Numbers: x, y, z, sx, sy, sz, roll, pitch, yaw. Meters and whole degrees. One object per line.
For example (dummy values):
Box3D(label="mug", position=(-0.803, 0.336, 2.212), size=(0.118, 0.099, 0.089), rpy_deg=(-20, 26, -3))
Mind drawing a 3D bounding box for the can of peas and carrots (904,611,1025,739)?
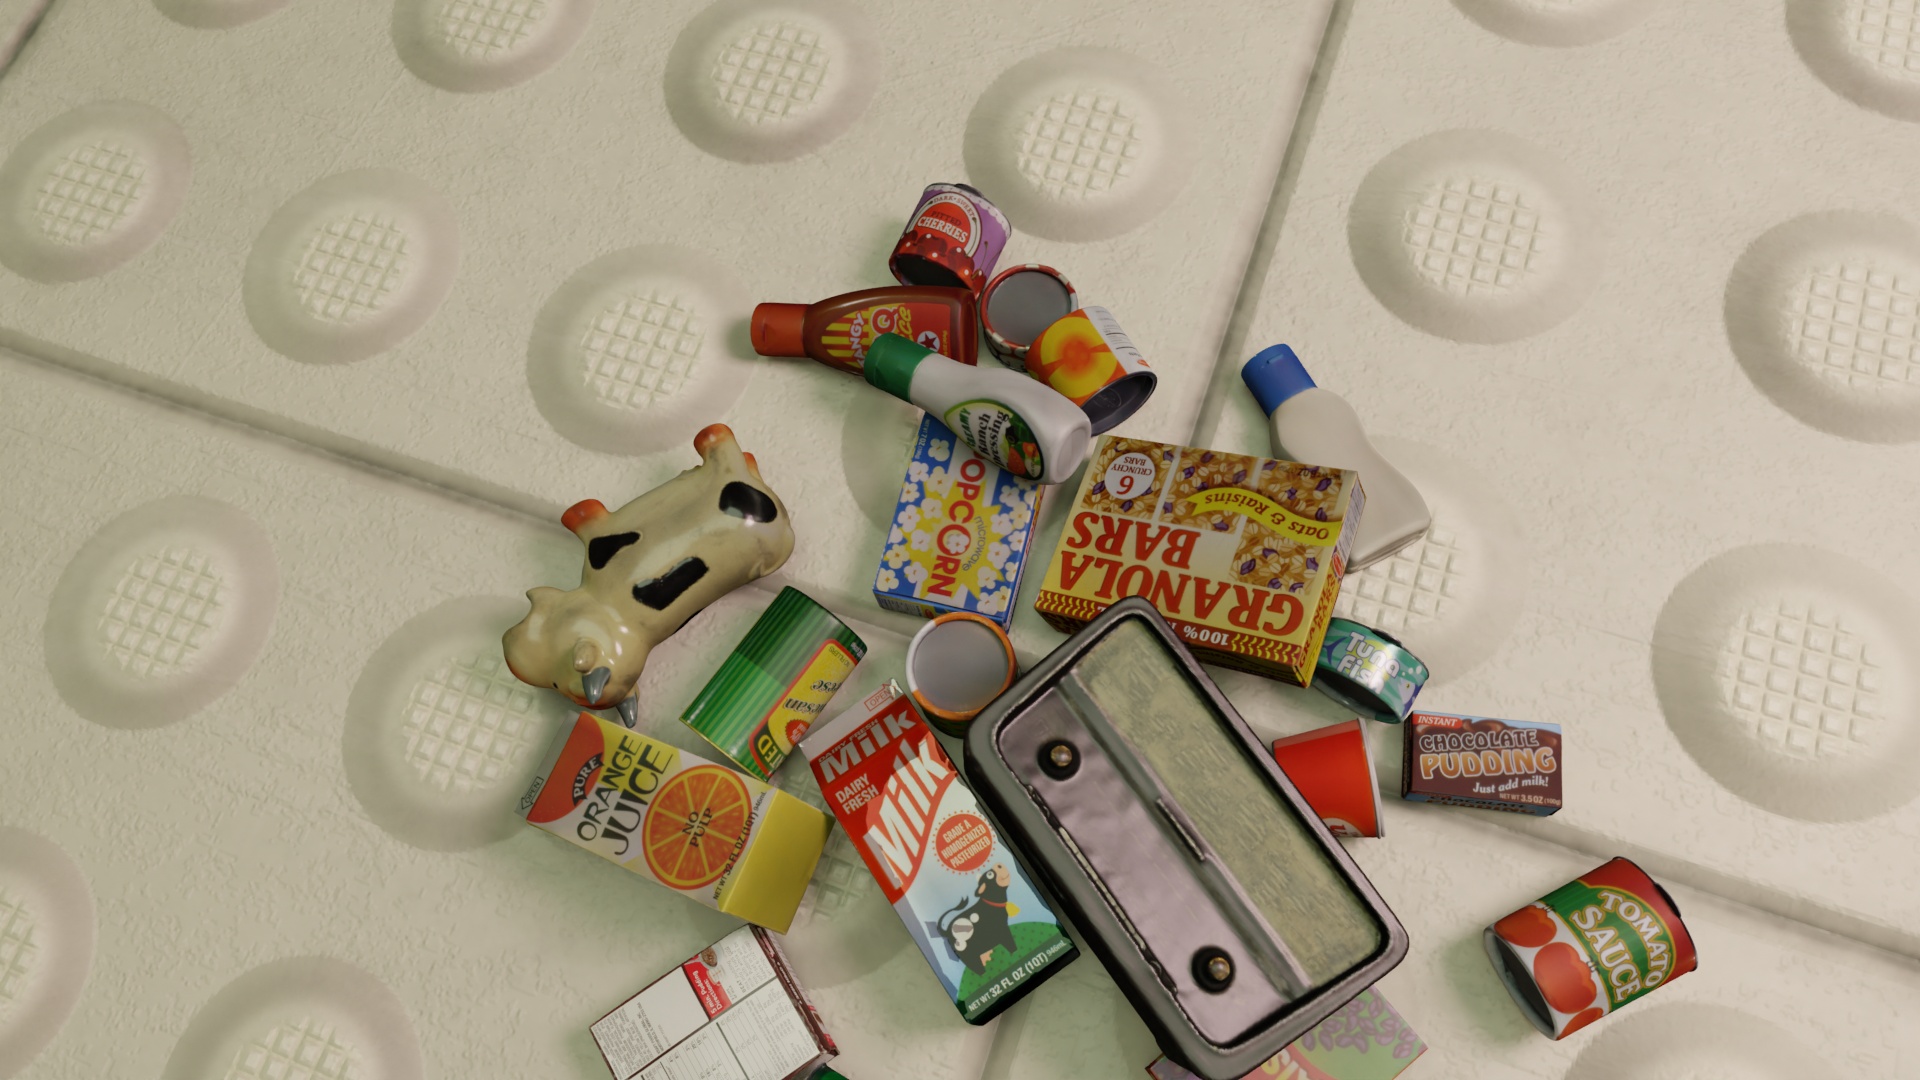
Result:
Box3D(label="can of peas and carrots", position=(0.005, 0.081, 0.831), size=(0.071, 0.058, 0.071), rpy_deg=(-2, 71, 6))

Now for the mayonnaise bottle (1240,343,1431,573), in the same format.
Box3D(label="mayonnaise bottle", position=(0.228, -0.055, 0.865), size=(0.065, 0.041, 0.148), rpy_deg=(-26, 68, -5))

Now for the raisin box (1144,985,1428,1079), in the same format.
Box3D(label="raisin box", position=(0.174, 0.279, 0.750), size=(0.123, 0.040, 0.086), rpy_deg=(-38, 71, -9))

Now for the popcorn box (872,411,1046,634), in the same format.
Box3D(label="popcorn box", position=(0.003, -0.011, 0.876), size=(0.085, 0.038, 0.127), rpy_deg=(11, 72, 12))

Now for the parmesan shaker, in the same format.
Box3D(label="parmesan shaker", position=(-0.112, 0.085, 0.836), size=(0.071, 0.071, 0.103), rpy_deg=(34, 77, 17))

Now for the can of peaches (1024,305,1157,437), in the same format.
Box3D(label="can of peaches", position=(0.081, -0.106, 0.888), size=(0.071, 0.071, 0.058), rpy_deg=(-30, 70, -4))

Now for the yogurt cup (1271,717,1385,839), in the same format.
Box3D(label="yogurt cup", position=(0.207, 0.137, 0.785), size=(0.054, 0.072, 0.072), rpy_deg=(-9, 69, 12))

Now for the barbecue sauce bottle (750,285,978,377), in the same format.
Box3D(label="barbecue sauce bottle", position=(-0.064, -0.138, 0.922), size=(0.148, 0.044, 0.064), rpy_deg=(5, 113, 15))

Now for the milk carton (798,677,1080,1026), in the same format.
Box3D(label="milk carton", position=(-0.015, 0.173, 0.792), size=(0.072, 0.073, 0.191), rpy_deg=(-35, 70, -6))

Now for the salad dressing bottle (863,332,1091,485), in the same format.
Box3D(label="salad dressing bottle", position=(0.008, -0.084, 0.852), size=(0.148, 0.064, 0.044), rpy_deg=(28, 55, 25))

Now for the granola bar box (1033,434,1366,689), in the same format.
Box3D(label="granola bar box", position=(0.142, 0.009, 0.825), size=(0.165, 0.039, 0.124), rpy_deg=(11, 70, 32))

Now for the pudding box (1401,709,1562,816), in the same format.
Box3D(label="pudding box", position=(0.298, 0.127, 0.795), size=(0.084, 0.030, 0.050), rpy_deg=(6, 70, 9))

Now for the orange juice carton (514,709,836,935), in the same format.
Box3D(label="orange juice carton", position=(-0.176, 0.155, 0.803), size=(0.193, 0.073, 0.072), rpy_deg=(14, 72, 30))

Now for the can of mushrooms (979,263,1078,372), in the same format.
Box3D(label="can of mushrooms", position=(0.044, -0.149, 0.925), size=(0.071, 0.033, 0.071), rpy_deg=(-2, 71, 6))

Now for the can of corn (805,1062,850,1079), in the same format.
Box3D(label="can of corn", position=(-0.067, 0.327, 0.744), size=(0.058, 0.071, 0.071), rpy_deg=(26, 75, 14))

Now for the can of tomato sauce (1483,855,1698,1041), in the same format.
Box3D(label="can of tomato sauce", position=(0.333, 0.217, 0.737), size=(0.083, 0.071, 0.071), rpy_deg=(-27, 69, -3))

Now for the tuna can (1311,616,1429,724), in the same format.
Box3D(label="tuna can", position=(0.233, 0.075, 0.800), size=(0.071, 0.071, 0.033), rpy_deg=(30, 78, 16))

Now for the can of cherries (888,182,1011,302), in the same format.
Box3D(label="can of cherries", position=(-0.008, -0.197, 0.928), size=(0.071, 0.071, 0.058), rpy_deg=(22, 75, 14))
